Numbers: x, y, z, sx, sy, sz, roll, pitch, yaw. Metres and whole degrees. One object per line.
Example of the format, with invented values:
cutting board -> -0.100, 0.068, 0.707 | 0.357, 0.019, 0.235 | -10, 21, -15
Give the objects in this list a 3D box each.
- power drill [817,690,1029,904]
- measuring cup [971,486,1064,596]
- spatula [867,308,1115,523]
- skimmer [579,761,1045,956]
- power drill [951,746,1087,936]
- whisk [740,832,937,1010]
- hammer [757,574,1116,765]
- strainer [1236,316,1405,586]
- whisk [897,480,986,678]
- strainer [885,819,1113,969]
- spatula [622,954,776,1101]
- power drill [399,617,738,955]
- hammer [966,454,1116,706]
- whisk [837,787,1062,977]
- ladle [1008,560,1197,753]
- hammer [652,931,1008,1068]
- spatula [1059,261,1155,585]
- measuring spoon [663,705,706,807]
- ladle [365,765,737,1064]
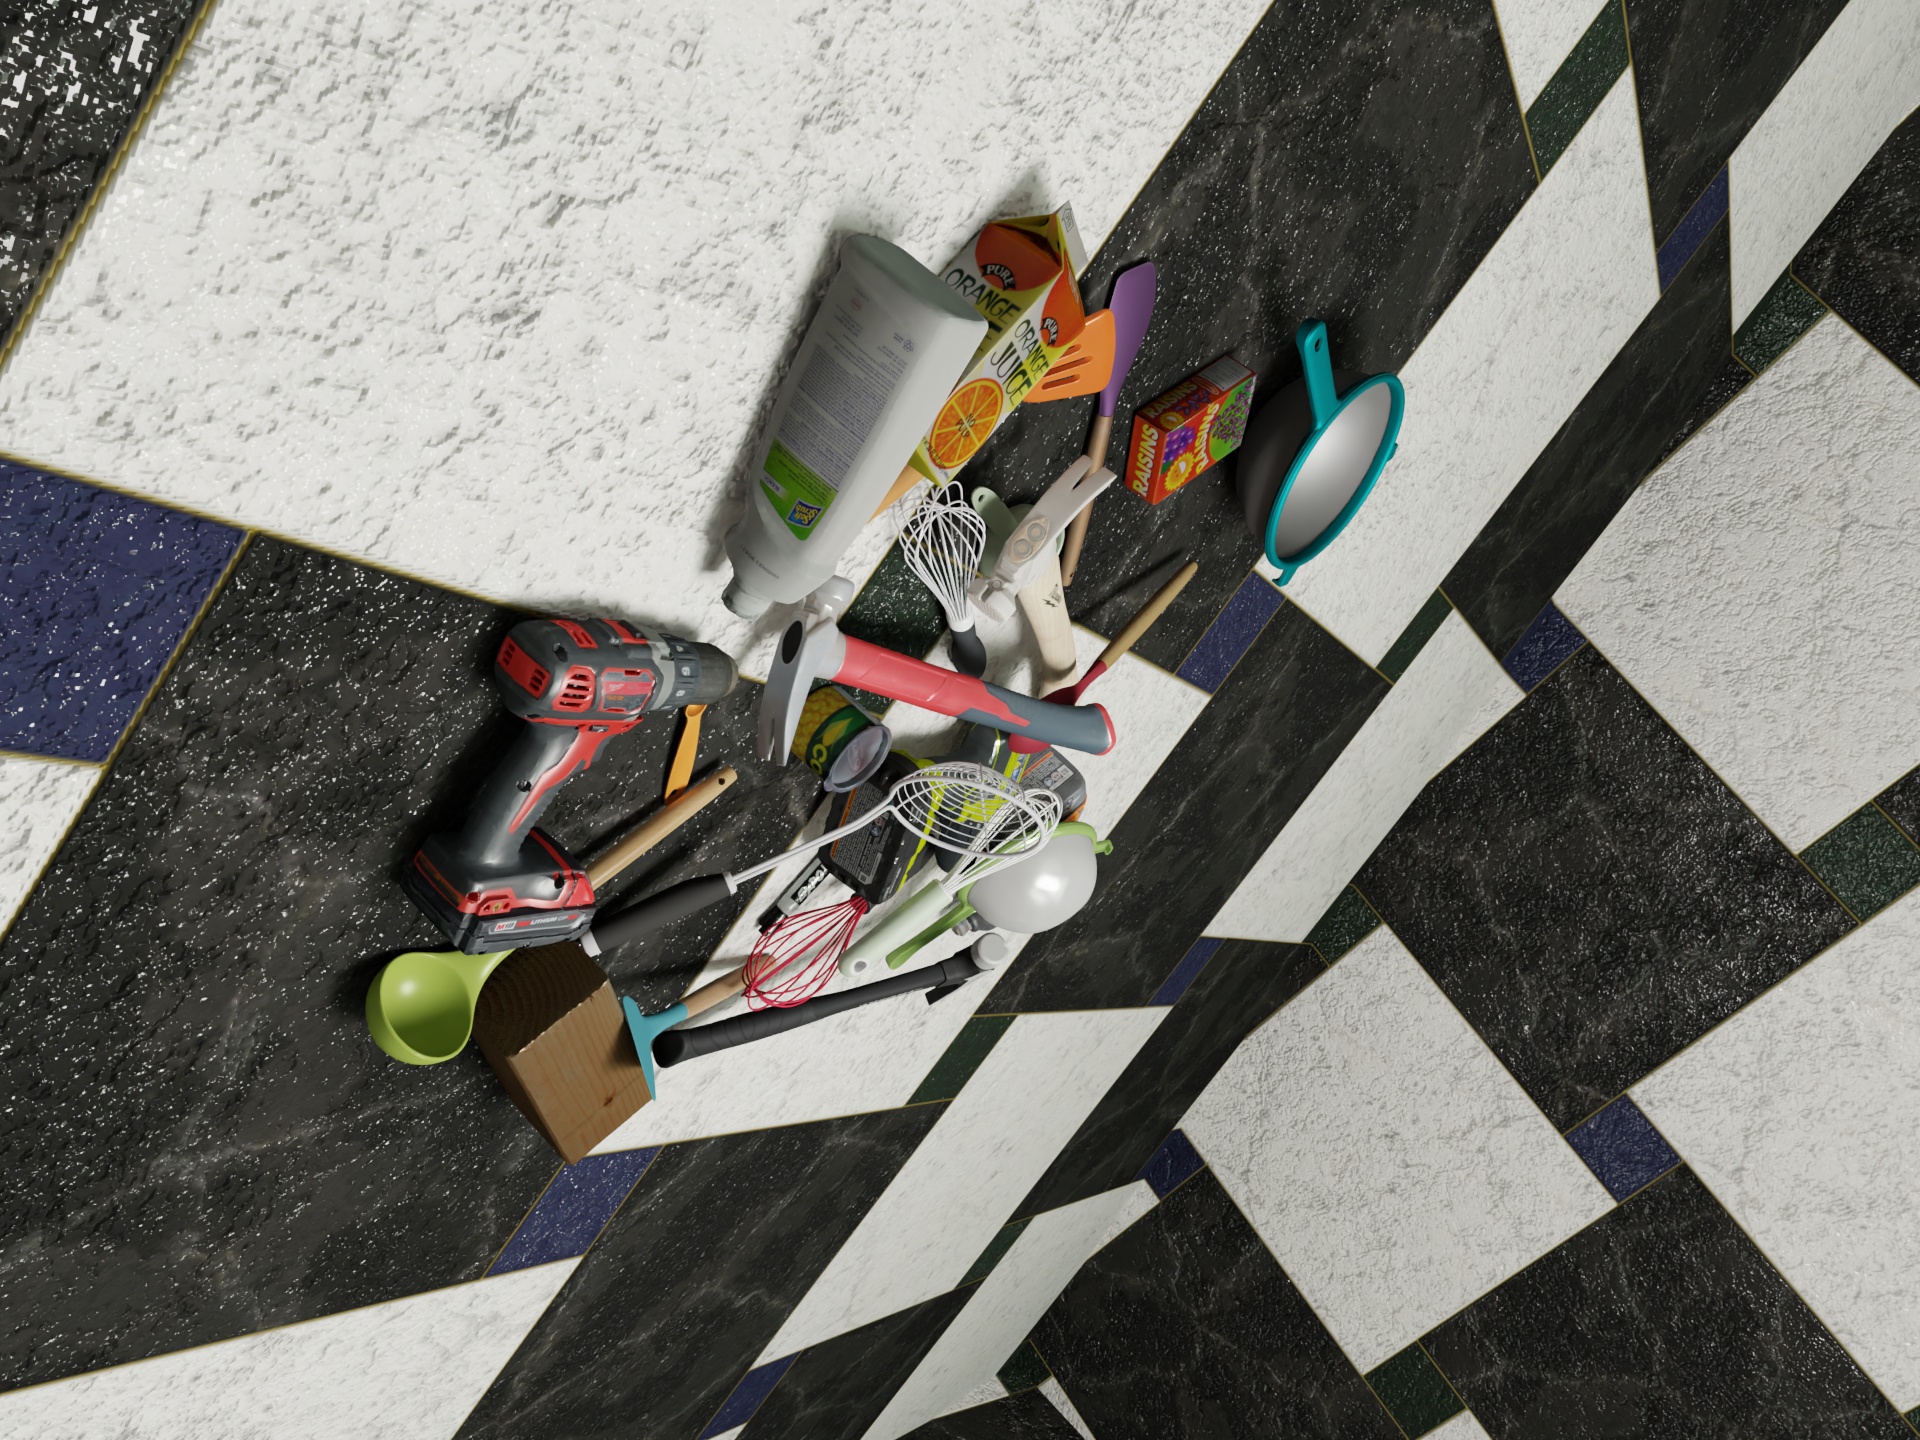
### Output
power drill -> -0.025, 0.082, 1.440 | 0.228, 0.080, 0.190 | -22, 138, -54
measuring cup -> 0.031, -0.156, 1.275 | 0.083, 0.038, 0.167 | -50, 152, 0
spatula -> -0.006, -0.193, 1.146 | 0.322, 0.041, 0.081 | -43, 154, -23
skimmer -> -0.114, 0.125, 1.243 | 0.363, 0.090, 0.127 | -23, 151, -11
power drill -> 0.054, 0.137, 1.659 | 0.164, 0.084, 0.226 | -37, 155, -20
whisk -> -0.102, 0.177, 1.459 | 0.296, 0.073, 0.073 | -38, 154, -49
hammer -> -0.002, -0.004, 1.278 | 0.386, 0.038, 0.143 | 17, 91, -48
strainer -> 0.314, -0.283, 1.489 | 0.211, 0.095, 0.340 | -50, 152, -7
whisk -> -0.004, -0.099, 1.280 | 0.070, 0.070, 0.284 | -43, 158, -13
strainer -> 0.036, 0.194, 1.565 | 0.256, 0.069, 0.151 | -36, 153, 17
spatula -> -0.213, 0.236, 1.331 | 0.044, 0.082, 0.317 | -17, 180, 17
power drill -> -0.250, 0.035, 1.047 | 0.187, 0.080, 0.226 | 0, 123, -58
hammer -> 0.086, -0.087, 1.387 | 0.146, 0.038, 0.410 | -51, 164, -8
whisk -> -0.009, 0.142, 1.394 | 0.246, 0.059, 0.057 | -38, 129, -4
ladle -> 0.143, -0.065, 1.492 | 0.315, 0.031, 0.069 | -45, 158, -37
hammer -> -0.126, 0.269, 1.495 | 0.334, 0.035, 0.146 | -11, 162, -28
spatula -> 0.116, -0.236, 1.323 | 0.060, 0.018, 0.315 | -31, 148, -35
measuring spoon -> -0.206, 0.022, 1.173 | 0.021, 0.011, 0.116 | -25, 148, -41
ladle -> -0.280, 0.127, 1.135 | 0.320, 0.078, 0.062 | -39, -168, -27
